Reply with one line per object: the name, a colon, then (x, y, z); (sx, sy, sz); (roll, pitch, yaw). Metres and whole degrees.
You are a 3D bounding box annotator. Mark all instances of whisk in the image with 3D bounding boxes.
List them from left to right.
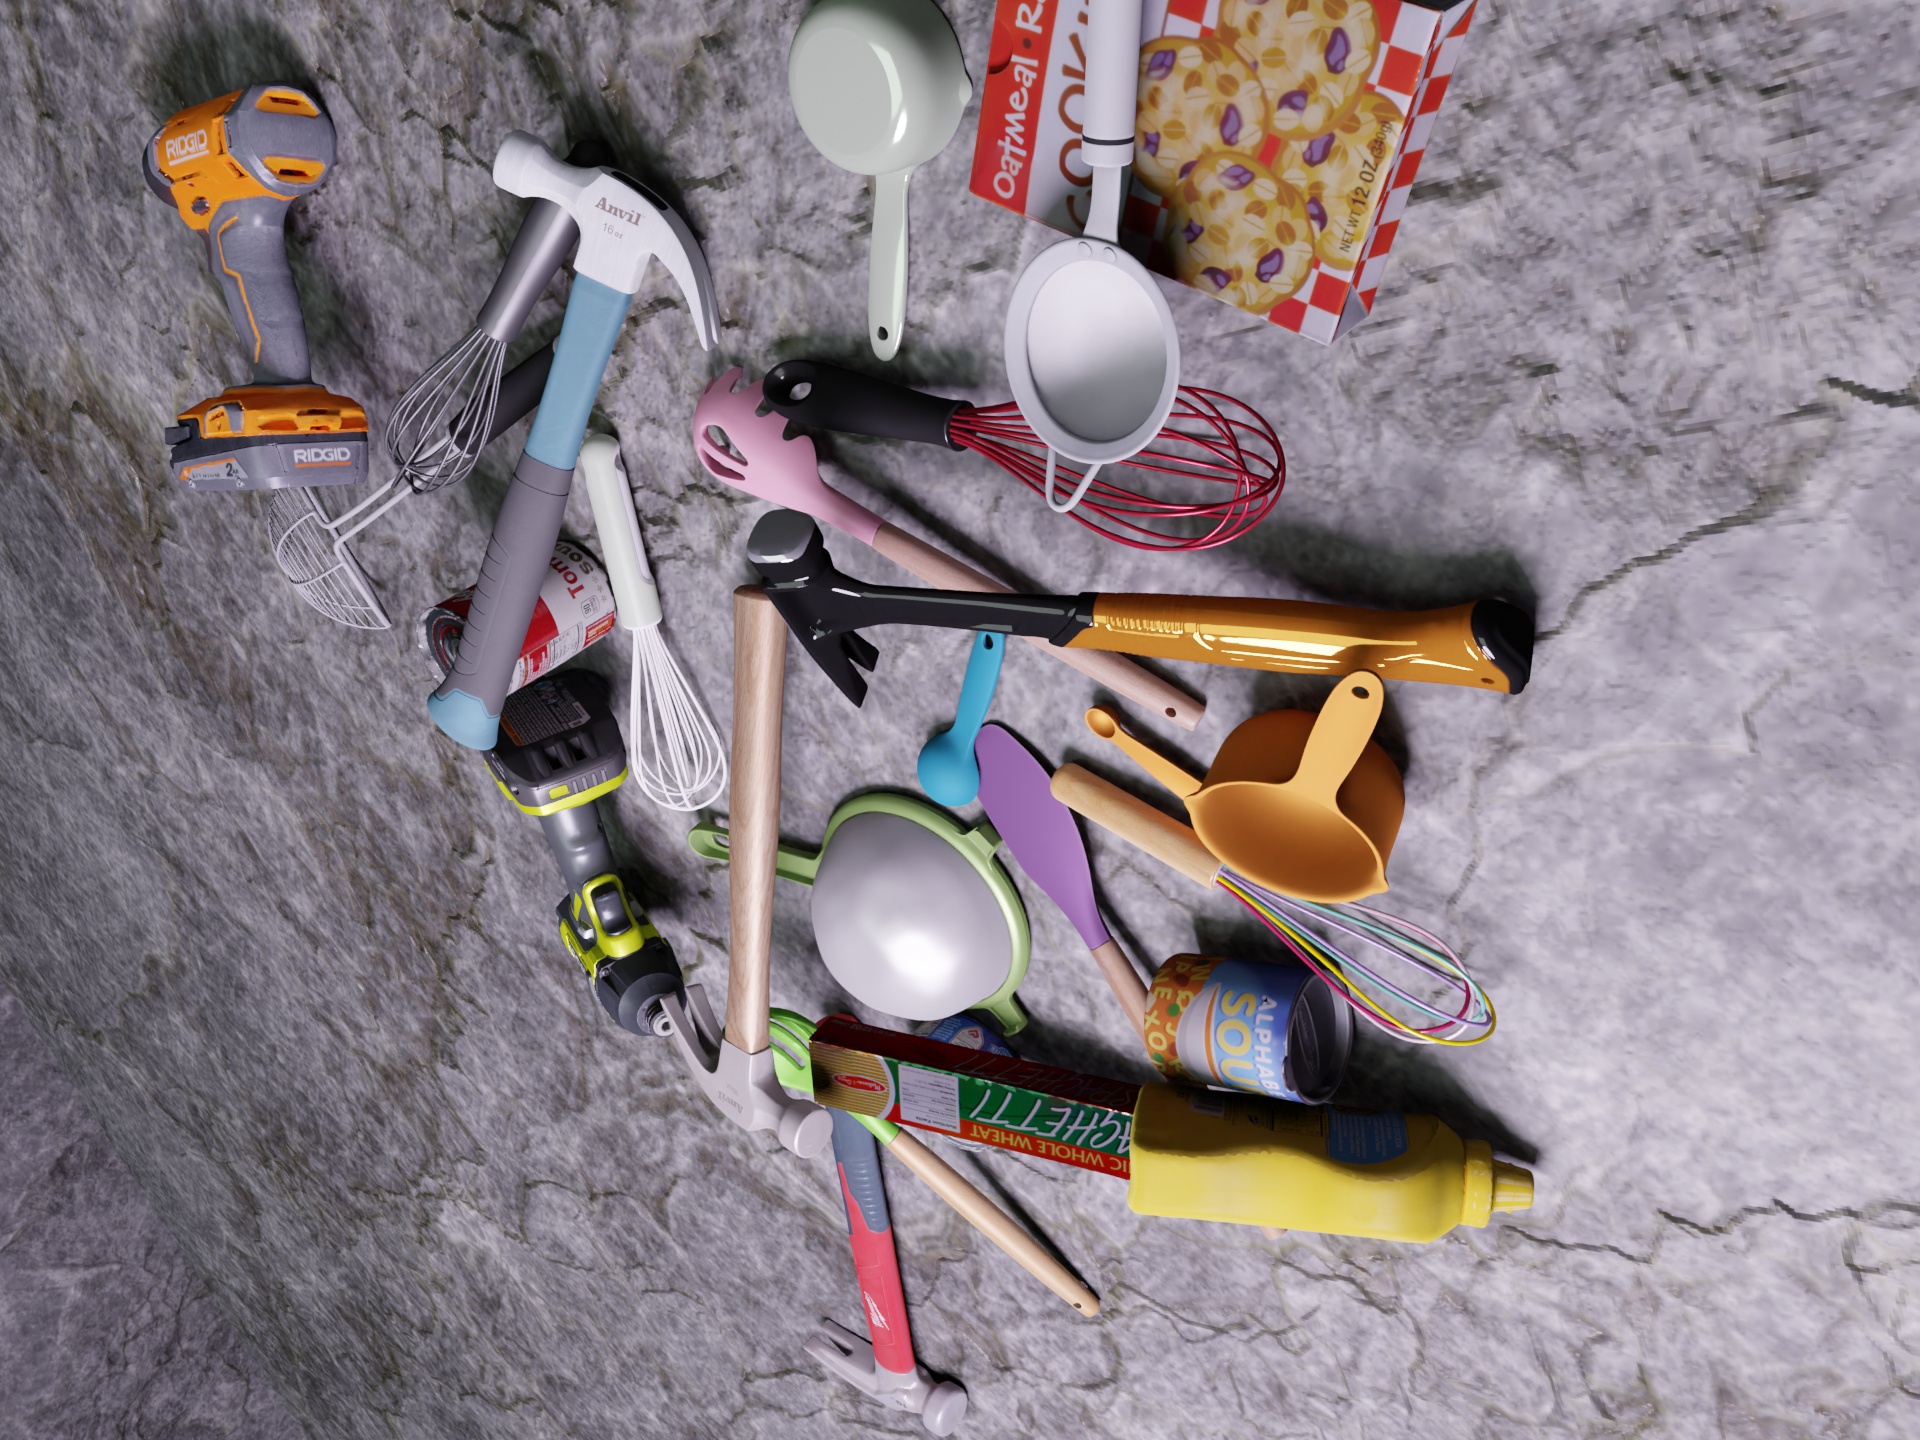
whisk: (-0.251, -0.212, 0.856); (0.055, 0.055, 0.239); (45, 120, 6)
whisk: (-0.188, -0.053, 0.956); (0.059, 0.058, 0.246); (-7, 116, 5)
whisk: (0.016, -0.130, 0.715); (0.296, 0.073, 0.073); (20, 130, 37)
whisk: (0.143, 0.084, 0.765); (0.245, 0.047, 0.051); (30, 161, 27)

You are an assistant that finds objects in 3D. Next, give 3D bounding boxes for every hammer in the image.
hammer: (-0.224, -0.128, 0.847); (0.128, 0.033, 0.331); (23, 115, -4)
hammer: (-0.123, 0.084, 0.931); (0.130, 0.031, 0.331); (17, 111, 40)
hammer: (-0.078, 0.362, 1.157); (0.143, 0.038, 0.386); (17, 128, 33)
hammer: (0.075, -0.038, 0.701); (0.337, 0.034, 0.127); (6, 152, 24)

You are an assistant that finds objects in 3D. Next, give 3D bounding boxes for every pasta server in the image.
pasta server: (-0.014, -0.084, 0.797); (0.316, 0.040, 0.060); (31, 135, 14)

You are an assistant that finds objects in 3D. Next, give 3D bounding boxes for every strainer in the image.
strainer: (-0.082, 0.112, 0.957); (0.256, 0.069, 0.151); (13, 126, 32)
strainer: (0.056, -0.201, 0.581); (0.087, 0.050, 0.258); (27, 132, 35)

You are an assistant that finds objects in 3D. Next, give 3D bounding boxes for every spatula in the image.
spatula: (0.090, 0.141, 0.853); (0.060, 0.018, 0.316); (-30, 91, 49)

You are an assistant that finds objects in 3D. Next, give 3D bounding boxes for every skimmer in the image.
skimmer: (-0.329, -0.160, 1.006); (0.363, 0.090, 0.127); (-24, 99, 36)

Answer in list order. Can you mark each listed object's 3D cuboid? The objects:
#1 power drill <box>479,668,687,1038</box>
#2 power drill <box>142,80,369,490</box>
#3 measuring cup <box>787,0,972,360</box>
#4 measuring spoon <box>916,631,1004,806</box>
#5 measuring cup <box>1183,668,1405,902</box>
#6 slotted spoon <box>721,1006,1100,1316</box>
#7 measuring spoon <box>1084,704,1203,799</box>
power drill: (-0.240, 0.093, 1.042); (0.171, 0.080, 0.223); (35, 143, 55)
power drill: (-0.436, -0.255, 0.962); (0.164, 0.084, 0.226); (6, 103, 38)
measuring cup: (-0.041, -0.233, 0.700); (0.083, 0.038, 0.167); (23, 129, 26)
measuring spoon: (-0.001, -0.003, 0.839); (0.042, 0.021, 0.128); (45, 138, 29)
measuring cup: (0.155, 0.013, 0.670); (0.095, 0.052, 0.173); (24, 149, 11)
slotted spoon: (-0.026, 0.286, 1.033); (0.313, 0.031, 0.070); (42, 127, -8)
measuring spoon: (0.111, 0.028, 0.782); (0.117, 0.011, 0.021); (36, 147, 10)
